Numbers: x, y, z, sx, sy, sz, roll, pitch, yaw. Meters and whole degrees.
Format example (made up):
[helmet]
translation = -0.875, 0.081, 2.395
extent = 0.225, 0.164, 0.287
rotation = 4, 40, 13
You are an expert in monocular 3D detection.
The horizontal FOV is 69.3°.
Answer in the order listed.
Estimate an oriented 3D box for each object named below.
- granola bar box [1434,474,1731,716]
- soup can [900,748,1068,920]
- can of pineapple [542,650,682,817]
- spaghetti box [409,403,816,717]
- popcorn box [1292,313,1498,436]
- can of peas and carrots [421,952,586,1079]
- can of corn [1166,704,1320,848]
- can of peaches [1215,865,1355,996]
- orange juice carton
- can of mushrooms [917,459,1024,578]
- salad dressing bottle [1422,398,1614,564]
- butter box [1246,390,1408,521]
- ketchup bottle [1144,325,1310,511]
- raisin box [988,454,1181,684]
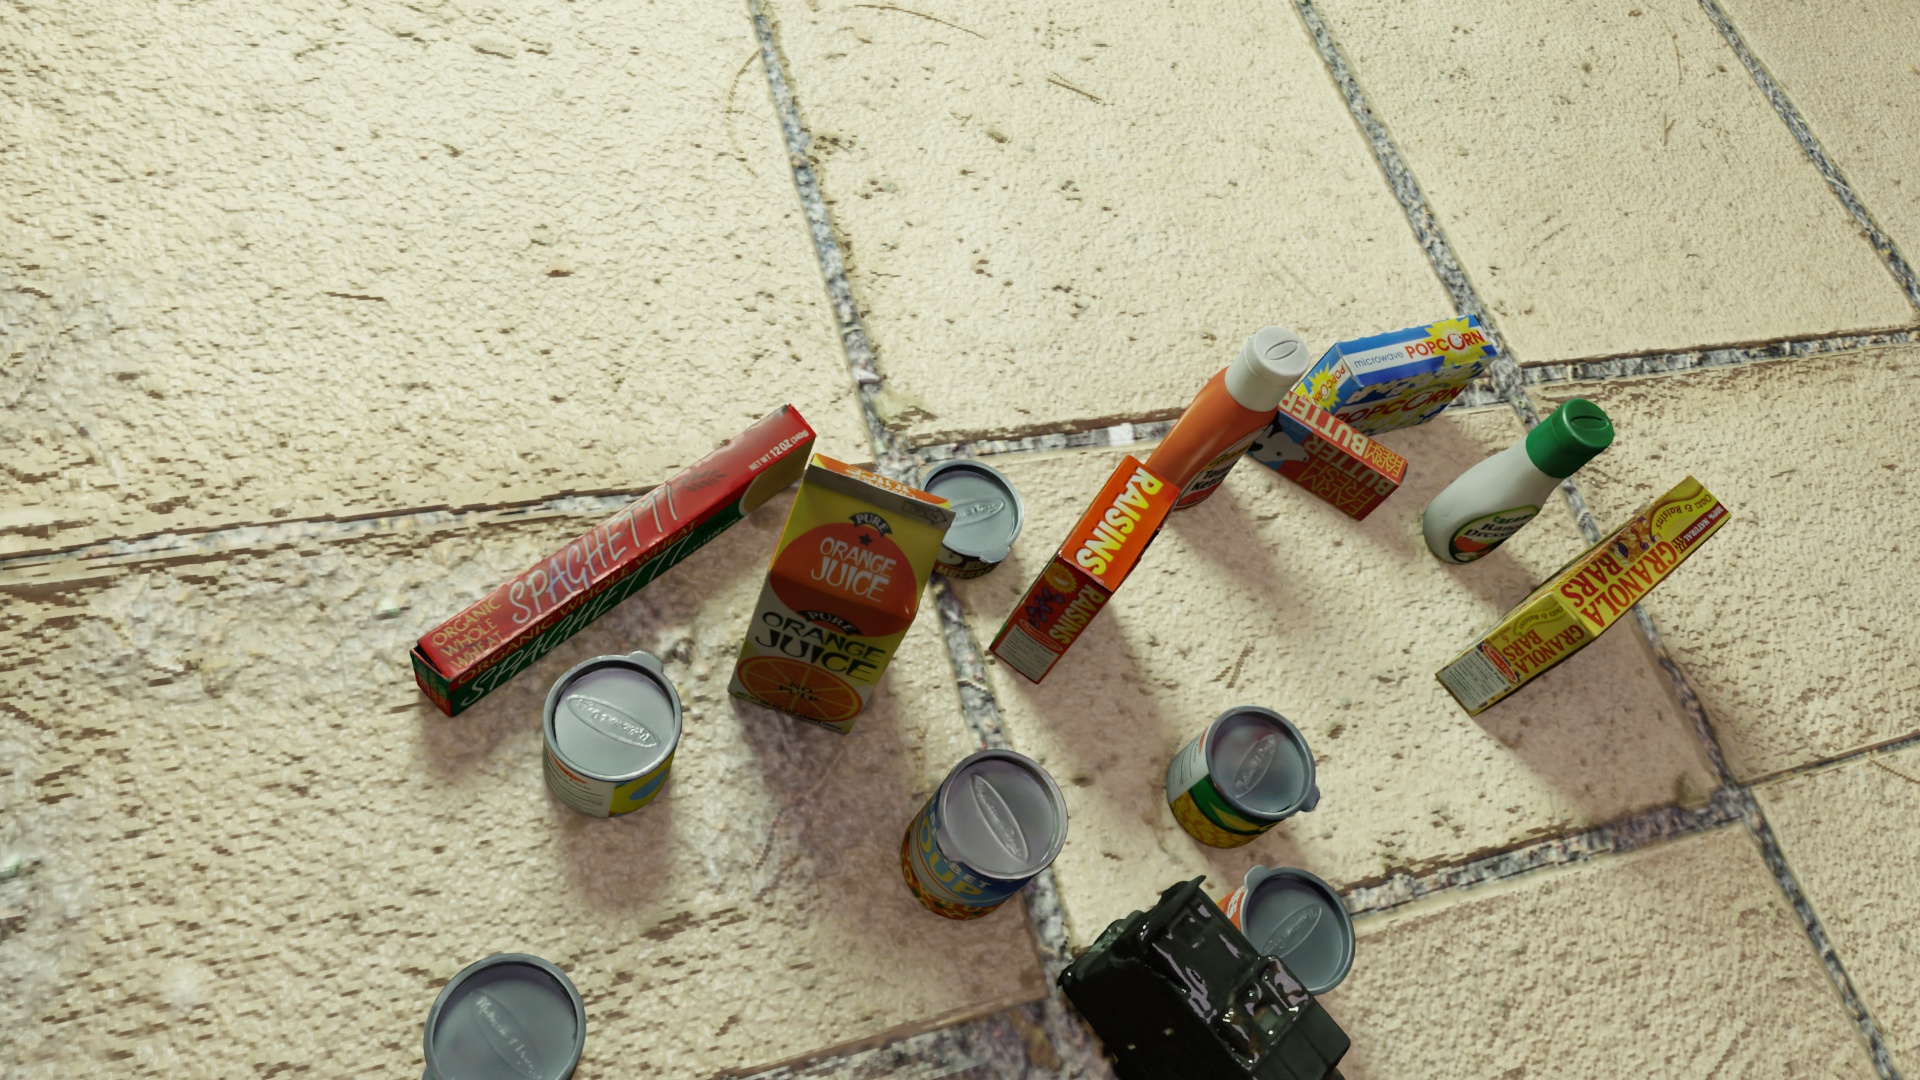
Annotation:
[granola bar box]
translation = 0.394, 0.036, 0.879
extent = 0.166, 0.123, 0.039
rotation = -30, 74, -30
[soup can]
translation = 0.008, 0.153, 0.709
extent = 0.071, 0.083, 0.071
rotation = 8, 59, -14
[can of pineapple]
translation = -0.174, 0.098, 0.697
extent = 0.071, 0.057, 0.071
rotation = 8, 59, -14
[spaghetti box]
translation = -0.180, 0.006, 0.752
extent = 0.029, 0.050, 0.251
rotation = 46, 58, 10
[popcorn box]
translation = 0.291, -0.107, 0.952
extent = 0.127, 0.084, 0.038
rotation = -14, 67, -25
[can of peas and carrots]
translation = -0.203, 0.224, 0.614
extent = 0.071, 0.058, 0.071
rotation = 8, 59, -14
[can of corn]
translation = 0.159, 0.136, 0.784
extent = 0.071, 0.058, 0.071
rotation = 8, 59, -14
[can of peaches]
translation = 0.165, 0.213, 0.742
extent = 0.071, 0.057, 0.071
rotation = 8, 59, -14
[orange juice carton]
translation = -0.060, 0.022, 0.697
extent = 0.072, 0.191, 0.073
rotation = 20, 57, -6
[can of mushrooms]
translation = 0.003, -0.010, 0.832
extent = 0.071, 0.033, 0.071
rotation = 8, 59, -14
[salad dressing bottle]
translation = 0.357, -0.037, 0.895
extent = 0.064, 0.147, 0.044
rotation = -1, 62, -19
[butter box]
translation = 0.239, -0.058, 0.925
extent = 0.103, 0.053, 0.024
rotation = 31, 57, 1
[ketchup bottle]
translation = 0.162, -0.074, 0.852
extent = 0.065, 0.148, 0.043
rotation = -27, 72, -29
[raisin box]
translation = 0.069, 0.019, 0.783
extent = 0.040, 0.122, 0.086
rotation = 36, 57, 4
